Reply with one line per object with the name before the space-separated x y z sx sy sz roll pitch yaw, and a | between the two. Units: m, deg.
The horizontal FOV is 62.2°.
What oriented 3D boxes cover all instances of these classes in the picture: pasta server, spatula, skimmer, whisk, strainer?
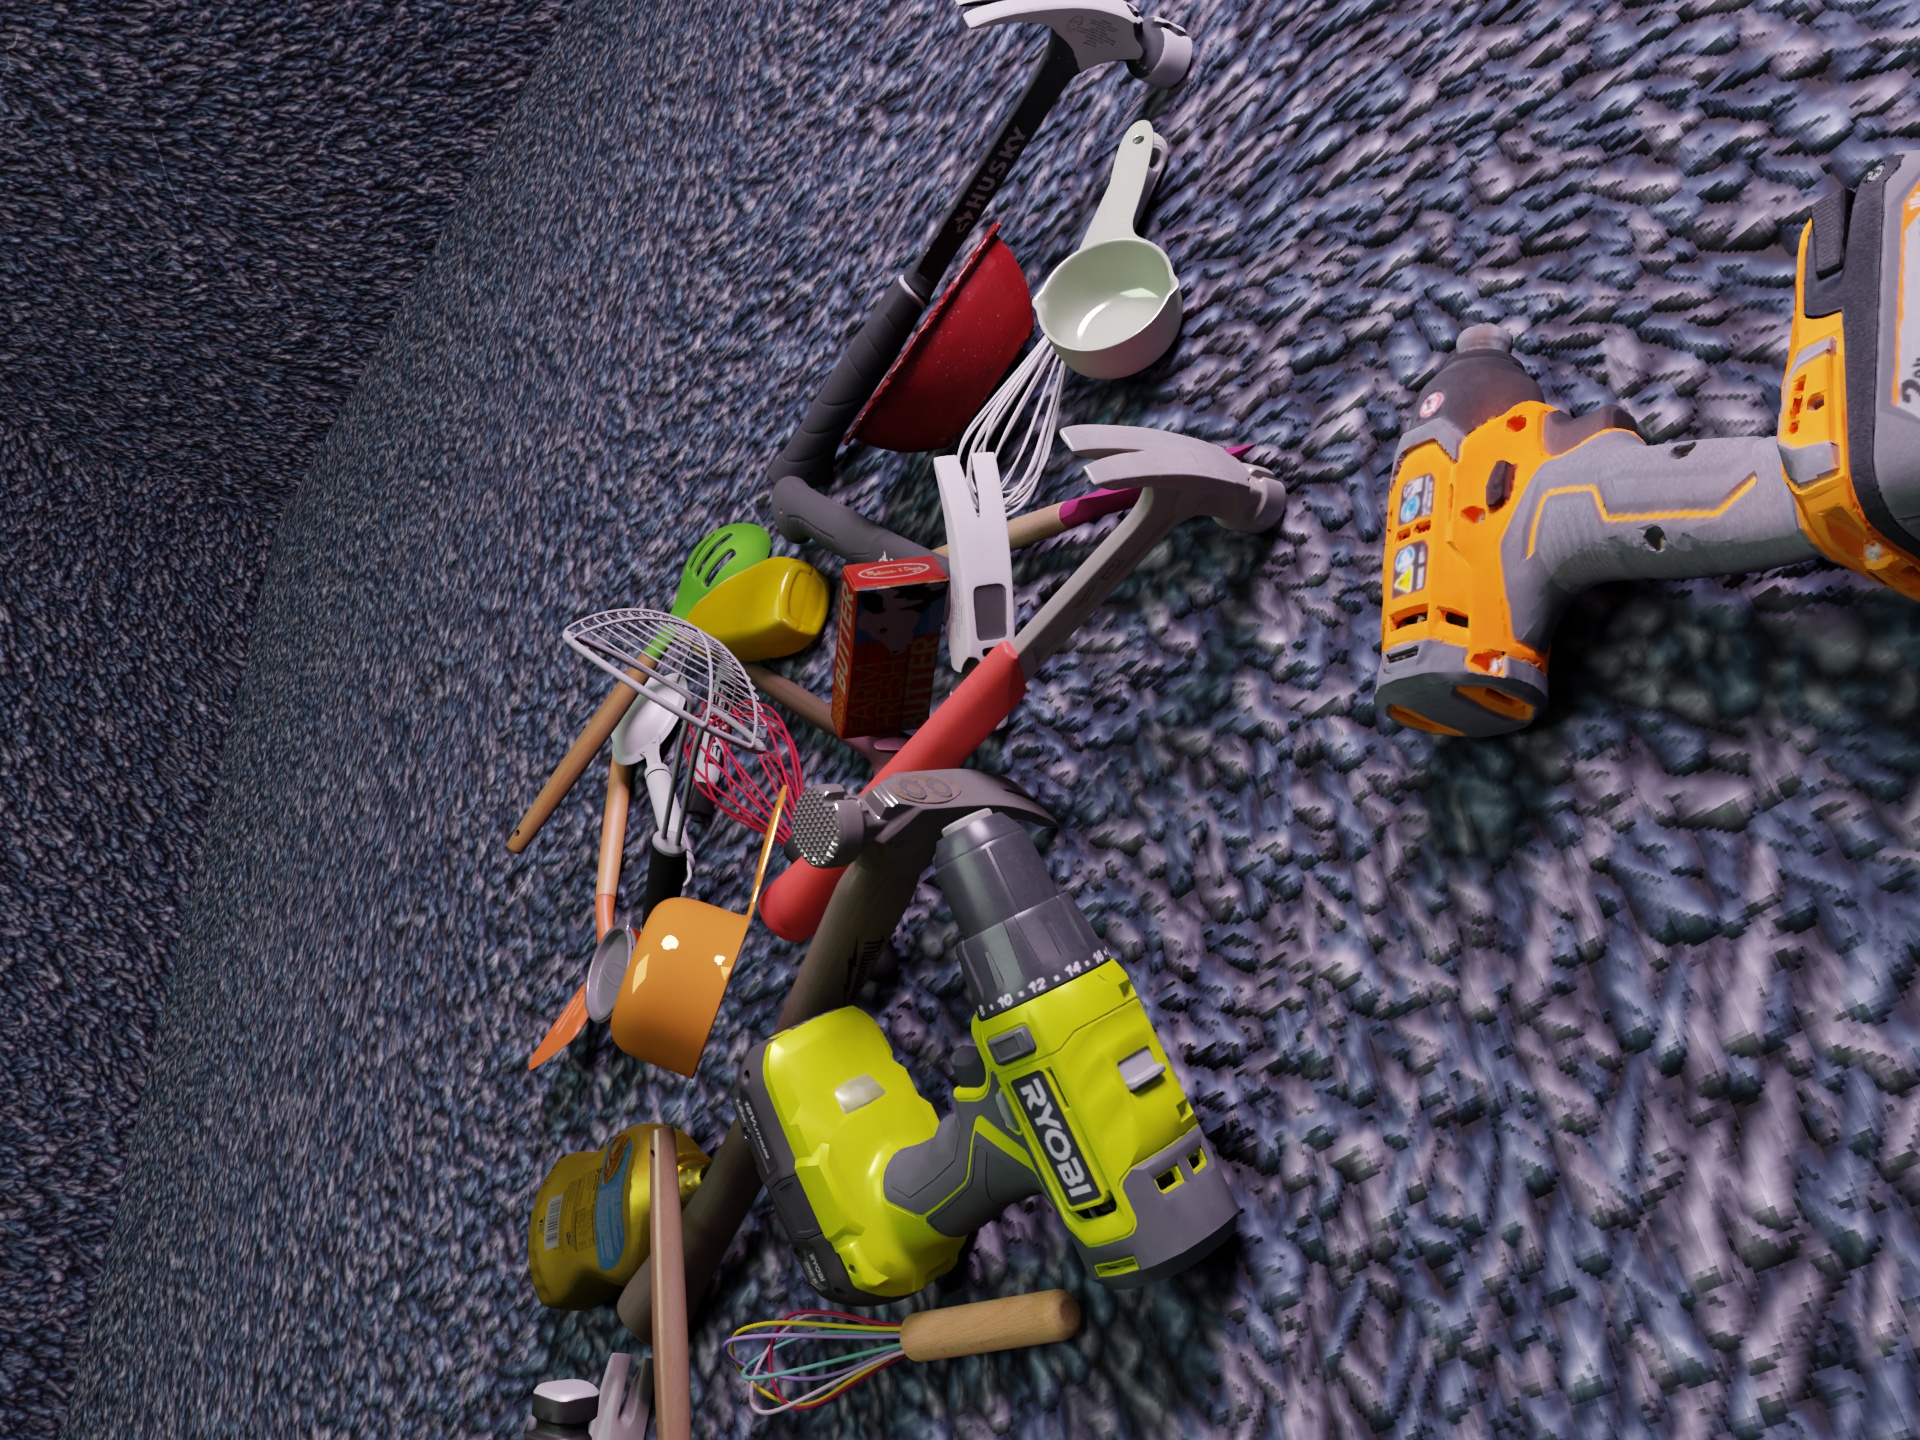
pasta server | -0.089 0.002 1.011 0.316 0.040 0.060 28 128 60
spatula | -0.281 0.114 1.234 0.081 0.041 0.323 -37 43 42
skimmer | -0.191 0.061 0.977 0.090 0.127 0.363 -52 -11 -39
whisk | 0.062 -0.227 0.912 0.059 0.057 0.246 20 84 55
strainer | -0.233 0.035 1.212 0.087 0.050 0.259 -42 42 14
whisk | -0.105 0.066 0.979 0.073 0.073 0.296 -60 39 15
spatula | -0.140 0.364 0.787 0.060 0.018 0.316 -25 65 46
whisk | -0.032 0.297 0.755 0.245 0.051 0.047 -29 70 41

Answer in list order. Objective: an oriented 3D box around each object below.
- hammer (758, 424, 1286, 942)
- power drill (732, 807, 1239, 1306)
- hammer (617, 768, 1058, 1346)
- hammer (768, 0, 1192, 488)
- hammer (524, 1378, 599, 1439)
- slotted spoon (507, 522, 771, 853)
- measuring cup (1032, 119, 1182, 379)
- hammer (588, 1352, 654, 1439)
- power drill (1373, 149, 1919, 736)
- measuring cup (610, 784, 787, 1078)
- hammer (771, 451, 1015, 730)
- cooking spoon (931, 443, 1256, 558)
hammer | -0.001 -0.002 0.778 0.359 0.149 0.037 -47 62 32
power drill | -0.004 0.157 0.691 0.228 0.080 0.191 -35 78 45
hammer | -0.088 0.194 0.851 0.038 0.146 0.410 49 125 35
hammer | -0.025 -0.290 1.024 0.408 0.149 0.036 -48 51 41
hammer | -0.101 0.390 0.701 0.337 0.034 0.127 -8 76 46
slotted spoon | -0.251 -0.026 1.217 0.070 0.031 0.314 38 92 40
measuring cup | 0.092 -0.260 0.880 0.083 0.038 0.168 0 62 25
hammer | -0.096 0.399 0.786 0.386 0.038 0.143 -23 52 49
power drill | 0.237 -0.094 0.535 0.226 0.084 0.164 -21 54 55
measuring cup | -0.138 0.101 0.848 0.095 0.052 0.174 116 170 -57
hammer | -0.052 -0.111 0.976 0.335 0.035 0.146 -144 50 -60
cooking spoon | 0.046 -0.108 0.875 0.319 0.069 0.017 -10 104 58
